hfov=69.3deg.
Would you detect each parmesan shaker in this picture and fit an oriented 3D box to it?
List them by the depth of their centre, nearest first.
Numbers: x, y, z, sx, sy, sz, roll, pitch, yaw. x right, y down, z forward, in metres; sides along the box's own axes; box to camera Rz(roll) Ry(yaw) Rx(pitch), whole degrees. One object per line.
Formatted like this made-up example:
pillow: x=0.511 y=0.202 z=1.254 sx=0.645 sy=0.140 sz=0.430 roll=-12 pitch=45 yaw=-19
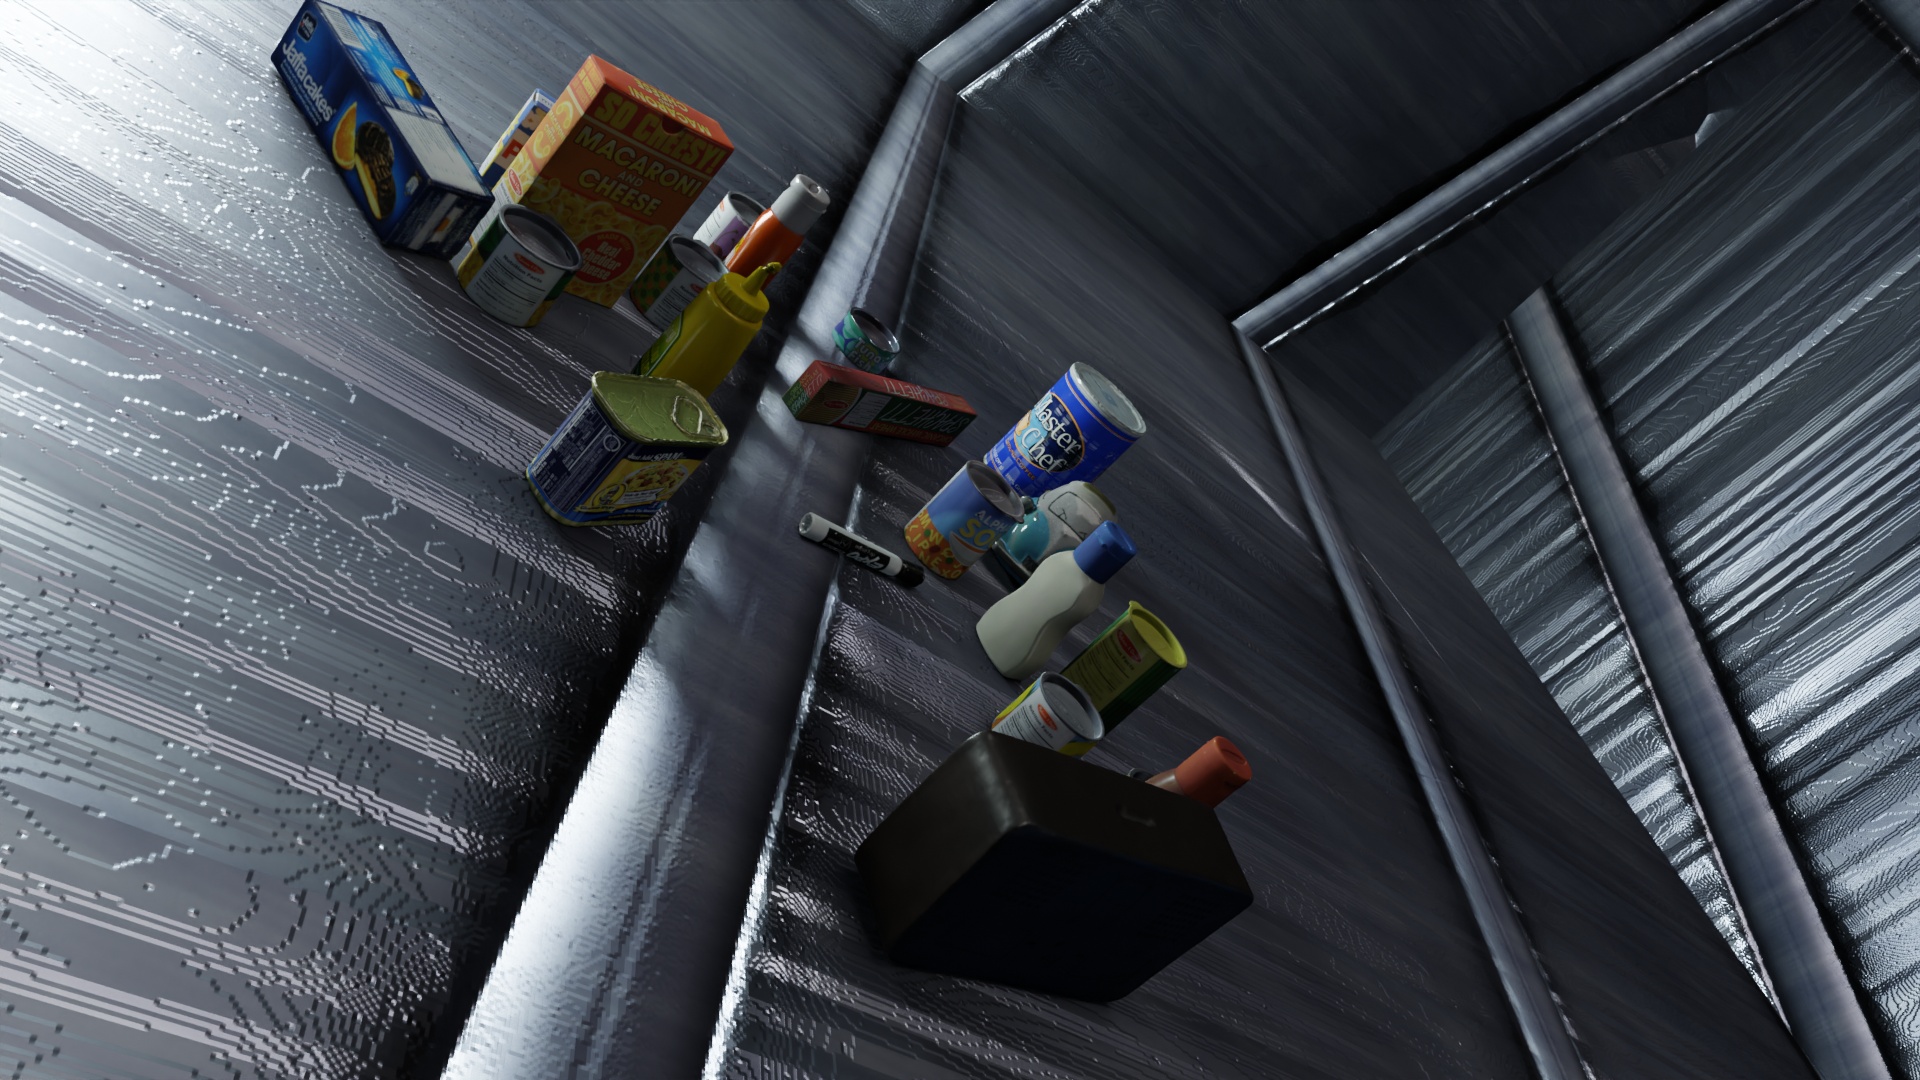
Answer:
parmesan shaker: x=0.127 y=0.110 z=1.153 sx=0.071 sy=0.102 sz=0.071 roll=37 pitch=23 yaw=-19

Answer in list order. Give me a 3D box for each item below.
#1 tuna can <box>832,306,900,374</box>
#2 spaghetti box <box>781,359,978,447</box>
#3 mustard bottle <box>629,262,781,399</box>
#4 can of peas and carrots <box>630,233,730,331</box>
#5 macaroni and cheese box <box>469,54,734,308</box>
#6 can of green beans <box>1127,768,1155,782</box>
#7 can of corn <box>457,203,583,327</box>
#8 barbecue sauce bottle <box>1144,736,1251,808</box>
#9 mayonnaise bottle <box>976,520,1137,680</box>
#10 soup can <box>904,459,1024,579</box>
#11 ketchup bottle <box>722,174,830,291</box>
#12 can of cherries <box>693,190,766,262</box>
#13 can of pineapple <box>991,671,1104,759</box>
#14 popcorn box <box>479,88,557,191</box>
tuna can: x=-0.095 y=-0.201 z=1.407 sx=0.071 sy=0.032 sz=0.071 roll=37 pitch=23 yaw=-18
spaghetti box: x=-0.069 y=-0.124 z=1.294 sx=0.029 sy=0.050 sz=0.250 roll=54 pitch=23 yaw=22
mustard bottle: x=-0.180 y=-0.142 z=0.981 sx=0.049 sy=0.159 sz=0.065 roll=33 pitch=24 yaw=-29
can of peas and carrots: x=-0.231 y=-0.212 z=1.152 sx=0.071 sy=0.058 sz=0.071 roll=37 pitch=23 yaw=-19
macaroni and cheese box: x=-0.266 y=-0.260 z=1.031 sx=0.124 sy=0.166 sz=0.040 roll=15 pitch=36 yaw=-52
can of green beans: x=0.130 y=0.213 z=1.034 sx=0.071 sy=0.057 sz=0.071 roll=37 pitch=23 yaw=-19
can of corn: x=-0.310 y=-0.194 z=0.981 sx=0.071 sy=0.058 sz=0.071 roll=37 pitch=23 yaw=-19
barbecue sauce bottle: x=0.134 y=0.193 z=0.957 sx=0.065 sy=0.148 sz=0.044 roll=27 pitch=28 yaw=-38
mayonnaise bottle: x=0.079 y=0.046 z=1.122 sx=0.041 sy=0.147 sz=0.065 roll=19 pitch=33 yaw=-49
soup can: x=0.004 y=-0.015 z=1.184 sx=0.071 sy=0.083 sz=0.072 roll=37 pitch=23 yaw=-19
ketchup bottle: x=-0.171 y=-0.249 z=1.202 sx=0.043 sy=0.148 sz=0.065 roll=40 pitch=22 yaw=-12
can of cherries: x=-0.210 y=-0.288 z=1.325 sx=0.071 sy=0.058 sz=0.072 roll=37 pitch=23 yaw=-19
can of pineapple: x=0.067 y=0.142 z=1.049 sx=0.071 sy=0.057 sz=0.071 roll=37 pitch=23 yaw=-19
popcorn box: x=-0.309 y=-0.289 z=1.116 sx=0.126 sy=0.085 sz=0.038 roll=31 pitch=25 yaw=-31
